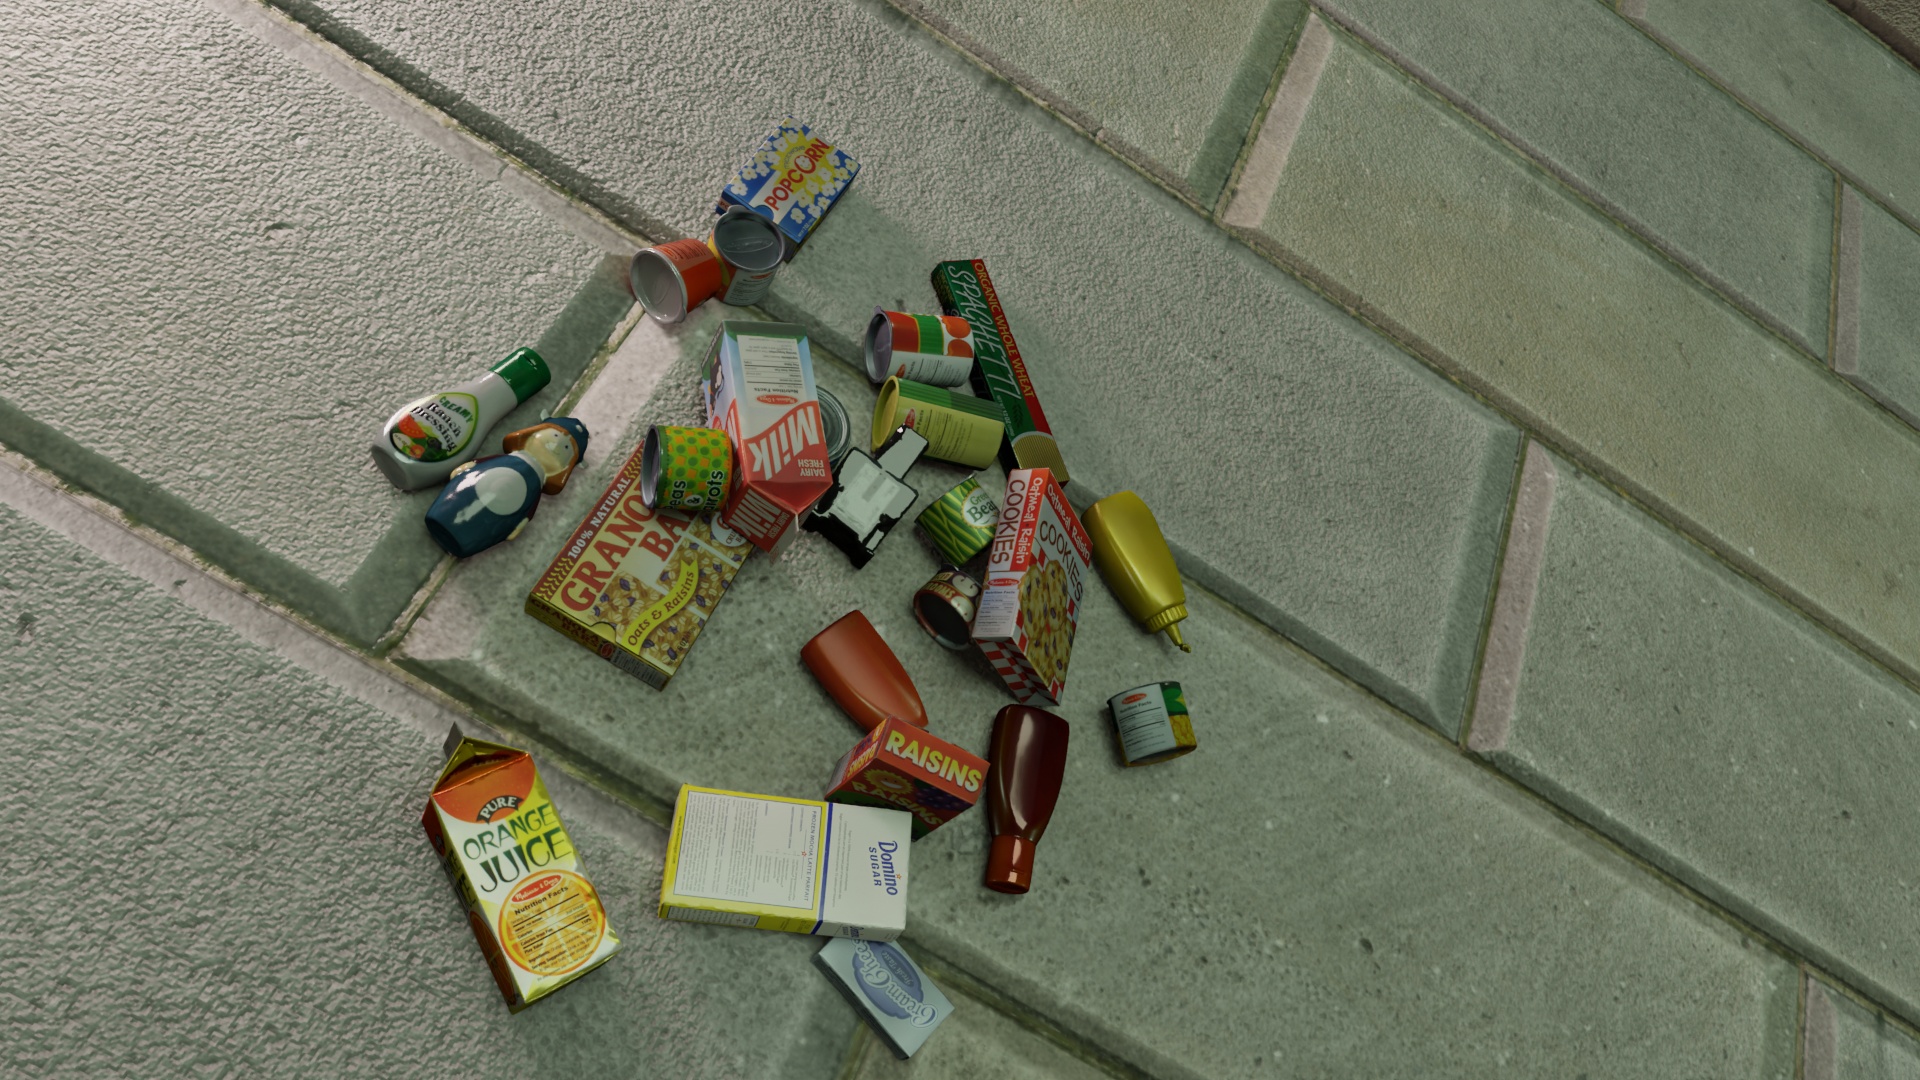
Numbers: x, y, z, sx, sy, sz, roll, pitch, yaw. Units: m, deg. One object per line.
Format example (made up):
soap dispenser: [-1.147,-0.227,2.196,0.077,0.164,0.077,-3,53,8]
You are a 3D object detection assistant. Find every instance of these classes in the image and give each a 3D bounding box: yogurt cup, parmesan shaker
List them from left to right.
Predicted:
yogurt cup: [-0.245,-0.228,1.206,0.072,0.072,0.054,50,48,4]
parmesan shaker: [-0.021,-0.101,1.248,0.103,0.071,0.071,12,62,-20]

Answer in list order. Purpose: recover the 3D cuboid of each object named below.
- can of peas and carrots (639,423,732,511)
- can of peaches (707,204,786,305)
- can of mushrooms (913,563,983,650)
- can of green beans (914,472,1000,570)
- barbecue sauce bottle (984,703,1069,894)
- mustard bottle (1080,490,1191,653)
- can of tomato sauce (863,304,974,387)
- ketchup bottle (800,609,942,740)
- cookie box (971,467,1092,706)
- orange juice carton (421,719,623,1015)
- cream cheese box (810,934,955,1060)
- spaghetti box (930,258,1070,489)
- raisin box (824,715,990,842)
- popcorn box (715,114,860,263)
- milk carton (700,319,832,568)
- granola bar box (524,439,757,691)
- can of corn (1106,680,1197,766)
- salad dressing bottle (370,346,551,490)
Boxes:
can of peas and carrots: [-0.214,-0.054,1.083,0.059,0.070,0.071,3,65,-25]
can of peaches: [-0.196,-0.254,1.243,0.071,0.057,0.071,10,62,-20]
can of mushrooms: [-0.007,0.057,1.172,0.071,0.070,0.033,46,58,2]
can of green beans: [0.003,-0.014,1.212,0.071,0.071,0.058,-35,84,-33]
barbecue sauce bottle: [0.049,0.212,1.137,0.065,0.043,0.149,20,60,-15]
mustard bottle: [0.169,0.034,1.277,0.065,0.048,0.160,-18,75,-30]
can of tomato sauce: [-0.038,-0.177,1.274,0.083,0.071,0.071,1,66,-26]
ketchup bottle: [-0.062,0.129,1.124,0.149,0.043,0.065,51,44,5]
cookie box: [0.064,0.039,1.189,0.122,0.040,0.168,56,40,-48]
orange juice carton: [-0.310,0.216,0.950,0.073,0.071,0.193,-23,77,-32]
cream cheese box: [-0.058,0.331,1.039,0.104,0.024,0.053,47,57,3]
spaghetti box: [0.036,-0.158,1.321,0.050,0.028,0.250,-10,71,-30]
raisin box: [-0.042,0.183,1.060,0.086,0.123,0.040,28,58,-10]
popcorn box: [-0.161,-0.333,1.310,0.085,0.038,0.127,35,56,-7]
milk carton: [-0.156,-0.078,1.123,0.073,0.072,0.191,0,64,-27]
granola bar box: [-0.244,0.017,1.099,0.124,0.039,0.166,32,56,-7]
can of corn: [0.167,0.160,1.206,0.071,0.071,0.058,-3,68,-26]
salad dressing bottle: [-0.387,-0.099,1.086,0.064,0.043,0.148,43,56,1]
